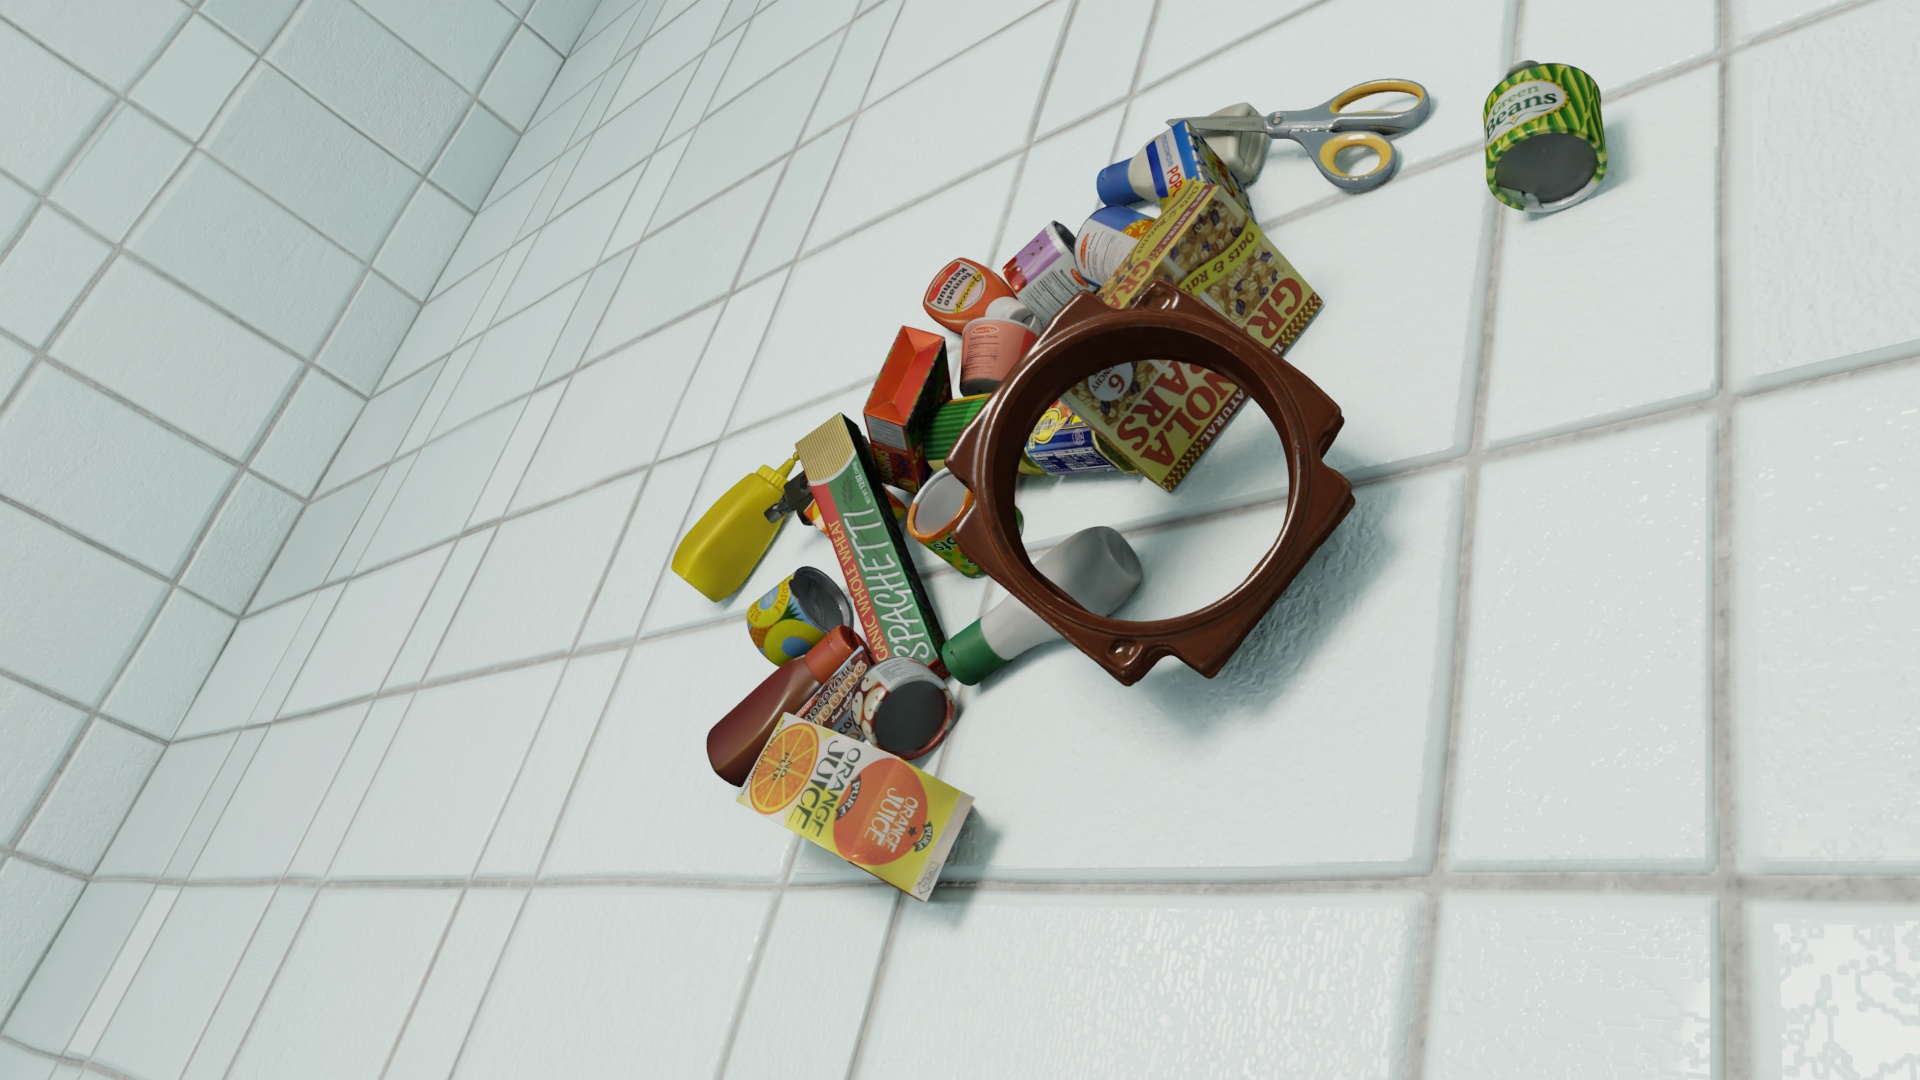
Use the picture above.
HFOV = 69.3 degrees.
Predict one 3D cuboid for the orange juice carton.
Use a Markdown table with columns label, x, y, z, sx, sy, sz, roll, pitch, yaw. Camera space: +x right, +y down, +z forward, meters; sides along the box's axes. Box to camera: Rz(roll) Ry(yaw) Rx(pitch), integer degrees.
| label | x | y | z | sx | sy | sz | roll | pitch | yaw |
| --- | --- | --- | --- | --- | --- | --- | --- | --- | --- |
| orange juice carton | -0.063 | 0.178 | 0.922 | 0.192 | 0.073 | 0.072 | 9 | 67 | 53 |

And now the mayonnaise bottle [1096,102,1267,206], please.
| label | x | y | z | sx | sy | sz | roll | pitch | yaw |
| --- | --- | --- | --- | --- | --- | --- | --- | --- | --- |
| mayonnaise bottle | 0.174 | -0.301 | 1.114 | 0.148 | 0.041 | 0.065 | -5 | 62 | 49 |

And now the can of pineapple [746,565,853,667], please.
| label | x | y | z | sx | sy | sz | roll | pitch | yaw |
| --- | --- | --- | --- | --- | --- | --- | --- | --- | --- |
| can of pineapple | -0.131 | 0.062 | 1.116 | 0.057 | 0.071 | 0.071 | -36 | 37 | 24 |

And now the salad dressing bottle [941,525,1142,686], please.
| label | x | y | z | sx | sy | sz | roll | pitch | yaw |
| --- | --- | --- | --- | --- | --- | --- | --- | --- | --- |
| salad dressing bottle | 0.052 | 0.047 | 0.934 | 0.147 | 0.044 | 0.064 | -36 | 39 | 25 |

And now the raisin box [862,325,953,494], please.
| label | x | y | z | sx | sy | sz | roll | pitch | yaw |
| --- | --- | --- | --- | --- | --- | --- | --- | --- | --- |
| raisin box | -0.039 | -0.103 | 1.119 | 0.040 | 0.123 | 0.086 | 17 | 68 | 11 |

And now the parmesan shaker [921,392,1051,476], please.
| label | x | y | z | sx | sy | sz | roll | pitch | yaw |
| --- | --- | --- | --- | --- | --- | --- | --- | --- | --- |
| parmesan shaker | 0.024 | -0.081 | 1.060 | 0.103 | 0.071 | 0.071 | -1 | 58 | 50 |

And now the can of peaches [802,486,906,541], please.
| label | x | y | z | sx | sy | sz | roll | pitch | yaw |
| --- | --- | --- | --- | --- | --- | --- | --- | --- | --- |
| can of peaches | -0.085 | -0.023 | 1.147 | 0.058 | 0.071 | 0.071 | -50 | 33 | 3 |

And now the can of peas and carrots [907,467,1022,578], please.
| label | x | y | z | sx | sy | sz | roll | pitch | yaw |
| --- | --- | --- | --- | --- | --- | --- | --- | --- | --- |
| can of peas and carrots | 0.004 | -0.013 | 1.034 | 0.070 | 0.058 | 0.071 | -32 | 39 | 30 |

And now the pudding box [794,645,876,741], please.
| label | x | y | z | sx | sy | sz | roll | pitch | yaw |
| --- | --- | --- | --- | --- | --- | --- | --- | --- | --- |
| pudding box | -0.085 | 0.125 | 1.038 | 0.083 | 0.030 | 0.050 | -46 | 33 | 9 |

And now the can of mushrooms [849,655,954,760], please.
| label | x | y | z | sx | sy | sz | roll | pitch | yaw |
| --- | --- | --- | --- | --- | --- | --- | --- | --- | --- |
| can of mushrooms | -0.040 | 0.118 | 0.959 | 0.071 | 0.071 | 0.033 | -54 | 34 | -2 |

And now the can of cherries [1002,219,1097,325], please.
| label | x | y | z | sx | sy | sz | roll | pitch | yaw |
| --- | --- | --- | --- | --- | --- | --- | --- | --- | --- |
| can of cherries | 0.076 | -0.218 | 1.132 | 0.058 | 0.071 | 0.072 | -41 | 35 | 20 |

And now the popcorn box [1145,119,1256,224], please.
| label | x | y | z | sx | sy | sz | roll | pitch | yaw |
| --- | --- | --- | --- | --- | --- | --- | --- | --- | --- |
| popcorn box | 0.180 | -0.236 | 1.004 | 0.038 | 0.085 | 0.127 | -31 | 40 | 27 |

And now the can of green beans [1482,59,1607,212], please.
| label | x | y | z | sx | sy | sz | roll | pitch | yaw |
| --- | --- | --- | --- | --- | --- | --- | --- | --- | --- |
| can of green beans | 0.346 | -0.238 | 0.824 | 0.071 | 0.071 | 0.058 | -20 | 45 | 40 |

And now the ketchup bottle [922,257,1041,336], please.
| label | x | y | z | sx | sy | sz | roll | pitch | yaw |
| --- | --- | --- | --- | --- | --- | --- | --- | --- | --- |
| ketchup bottle | 0.021 | -0.201 | 1.203 | 0.064 | 0.043 | 0.149 | -52 | 34 | 2 |

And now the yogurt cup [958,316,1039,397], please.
| label | x | y | z | sx | sy | sz | roll | pitch | yaw |
| --- | --- | --- | --- | --- | --- | --- | --- | --- | --- |
| yogurt cup | 0.030 | -0.140 | 1.118 | 0.072 | 0.072 | 0.054 | -11 | 60 | 46 |

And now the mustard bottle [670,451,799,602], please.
| label | x | y | z | sx | sy | sz | roll | pitch | yaw |
| --- | --- | --- | --- | --- | --- | --- | --- | --- | --- |
| mustard bottle | -0.197 | -0.020 | 1.284 | 0.160 | 0.065 | 0.049 | -52 | 38 | -10 |

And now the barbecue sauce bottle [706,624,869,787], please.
| label | x | y | z | sx | sy | sz | roll | pitch | yaw |
| --- | --- | --- | --- | --- | --- | --- | --- | --- | --- |
| barbecue sauce bottle | -0.134 | 0.126 | 1.085 | 0.148 | 0.043 | 0.065 | -42 | 30 | 14 |

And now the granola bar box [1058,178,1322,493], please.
| label | x | y | z | sx | sy | sz | roll | pitch | yaw |
| --- | --- | --- | --- | --- | --- | --- | --- | --- | --- |
| granola bar box | 0.144 | -0.133 | 0.916 | 0.165 | 0.124 | 0.039 | -51 | 31 | 2 |

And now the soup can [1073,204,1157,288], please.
| label | x | y | z | sx | sy | sz | roll | pitch | yaw |
| --- | --- | --- | --- | --- | --- | --- | --- | --- | --- |
| soup can | 0.137 | -0.215 | 1.058 | 0.071 | 0.071 | 0.084 | -51 | 34 | 3 |

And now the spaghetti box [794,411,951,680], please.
| label | x | y | z | sx | sy | sz | roll | pitch | yaw |
| --- | --- | --- | --- | --- | --- | --- | --- | --- | --- |
| spaghetti box | -0.068 | 0.007 | 1.060 | 0.050 | 0.028 | 0.251 | -34 | 55 | 15 |
